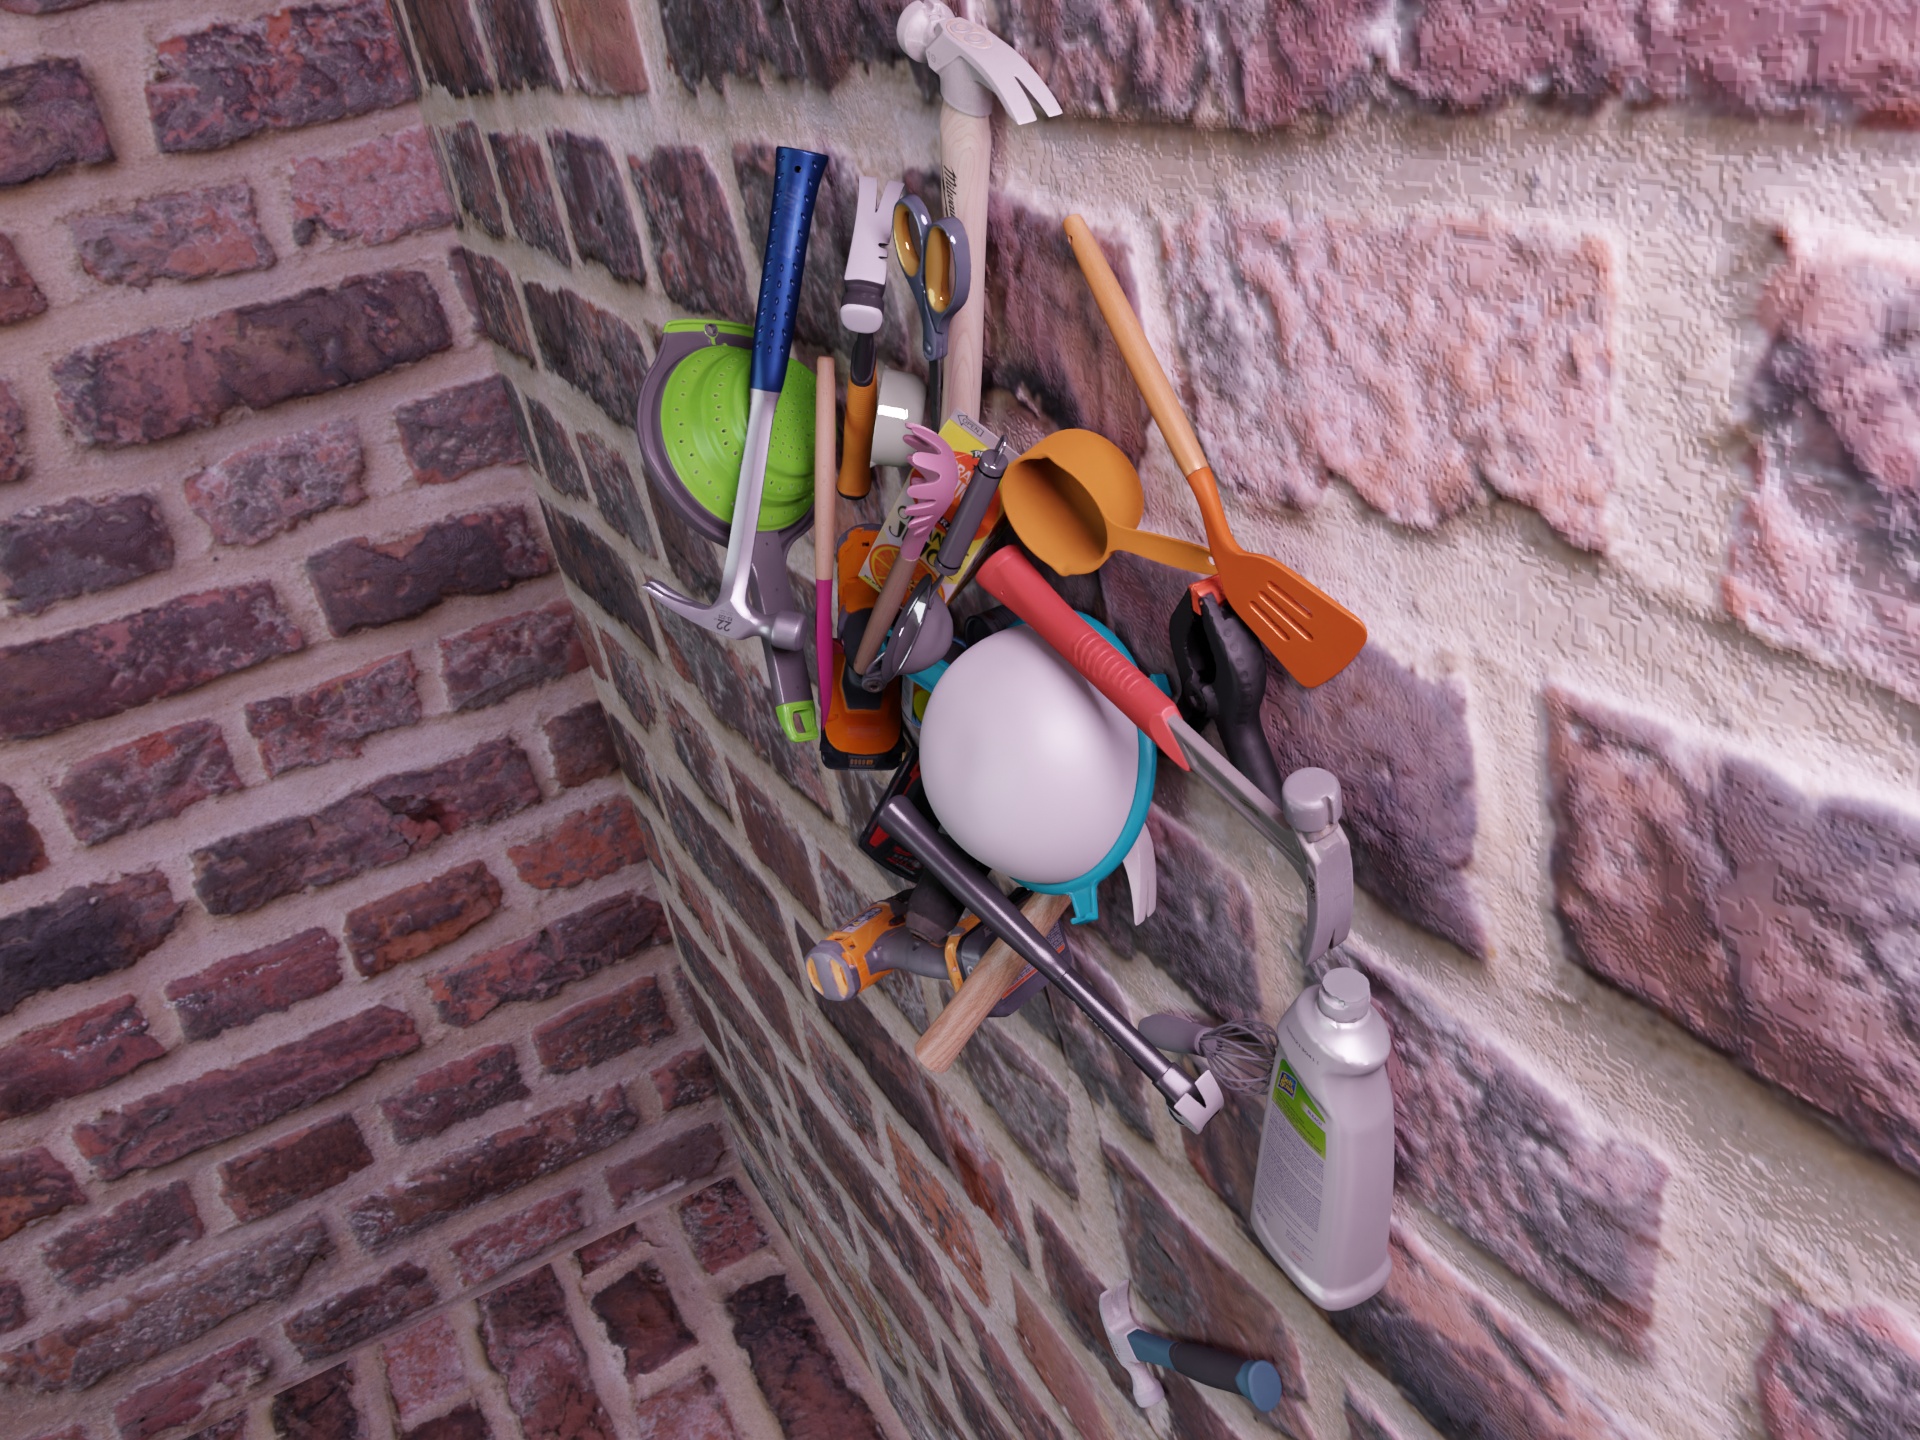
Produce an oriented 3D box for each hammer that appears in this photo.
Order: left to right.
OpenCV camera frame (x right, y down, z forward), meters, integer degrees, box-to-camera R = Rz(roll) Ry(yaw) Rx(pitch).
[{"bbox_3d":[-0.170,-0.266,1.327,0.035,0.144,0.405,-61,-17,-74],"label":"hammer"},{"bbox_3d":[-0.079,-0.284,1.290,0.336,0.034,0.127,105,172,-67],"label":"hammer"},{"bbox_3d":[0.006,-0.277,1.124,0.146,0.038,0.410,52,154,35],"label":"hammer"},{"bbox_3d":[0.049,0.179,1.275,0.130,0.031,0.331,43,126,16],"label":"hammer"},{"bbox_3d":[0.064,0.177,1.181,0.335,0.035,0.146,43,171,11],"label":"hammer"},{"bbox_3d":[0.119,-0.003,1.010,0.359,0.036,0.149,47,160,42],"label":"hammer"},{"bbox_3d":[0.210,0.594,1.474,0.128,0.033,0.331,65,159,6],"label":"hammer"}]

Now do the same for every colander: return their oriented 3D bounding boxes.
[{"bbox_3d":[-0.160,-0.181,1.416,0.094,0.204,0.397,-16,85,47],"label":"colander"}]

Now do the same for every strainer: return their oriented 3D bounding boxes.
[{"bbox_3d":[-0.009,-0.104,1.112,0.258,0.050,0.087,118,166,-49],"label":"strainer"},{"bbox_3d":[-0.002,-0.004,1.190,0.341,0.095,0.211,35,116,44],"label":"strainer"}]

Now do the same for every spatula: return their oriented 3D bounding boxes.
[{"bbox_3d":[0.136,-0.166,0.930,0.323,0.041,0.081,67,160,16],"label":"spatula"}]

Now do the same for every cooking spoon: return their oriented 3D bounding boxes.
[{"bbox_3d":[-0.115,-0.146,1.347,0.069,0.017,0.318,-111,22,-70],"label":"cooking spoon"}]

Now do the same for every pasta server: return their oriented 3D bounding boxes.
[{"bbox_3d":[-0.050,-0.110,1.162,0.316,0.040,0.060,120,151,-61],"label":"pasta server"}]

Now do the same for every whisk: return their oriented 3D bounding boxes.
[{"bbox_3d":[0.181,0.241,1.180,0.055,0.055,0.239,69,164,-1],"label":"whisk"}]

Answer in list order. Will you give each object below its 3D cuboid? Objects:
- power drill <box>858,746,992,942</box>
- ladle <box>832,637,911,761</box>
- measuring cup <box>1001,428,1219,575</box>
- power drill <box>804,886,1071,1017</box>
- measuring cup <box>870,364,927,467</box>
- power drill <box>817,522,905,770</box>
[{"bbox_3d":[-0.014,0.098,1.352,0.080,0.188,0.227,32,166,-14],"label":"power drill"},{"bbox_3d":[-0.050,0.044,1.590,0.316,0.031,0.069,60,168,17],"label":"ladle"},{"bbox_3d":[0.108,-0.131,1.007,0.174,0.052,0.095,22,141,33],"label":"measuring cup"},{"bbox_3d":[-0.008,0.198,1.461,0.226,0.185,0.084,-4,109,42],"label":"power drill"},{"bbox_3d":[-0.049,-0.236,1.303,0.167,0.038,0.083,115,164,-87],"label":"measuring cup"},{"bbox_3d":[-0.086,-0.046,1.451,0.226,0.084,0.164,100,169,-53],"label":"power drill"}]
